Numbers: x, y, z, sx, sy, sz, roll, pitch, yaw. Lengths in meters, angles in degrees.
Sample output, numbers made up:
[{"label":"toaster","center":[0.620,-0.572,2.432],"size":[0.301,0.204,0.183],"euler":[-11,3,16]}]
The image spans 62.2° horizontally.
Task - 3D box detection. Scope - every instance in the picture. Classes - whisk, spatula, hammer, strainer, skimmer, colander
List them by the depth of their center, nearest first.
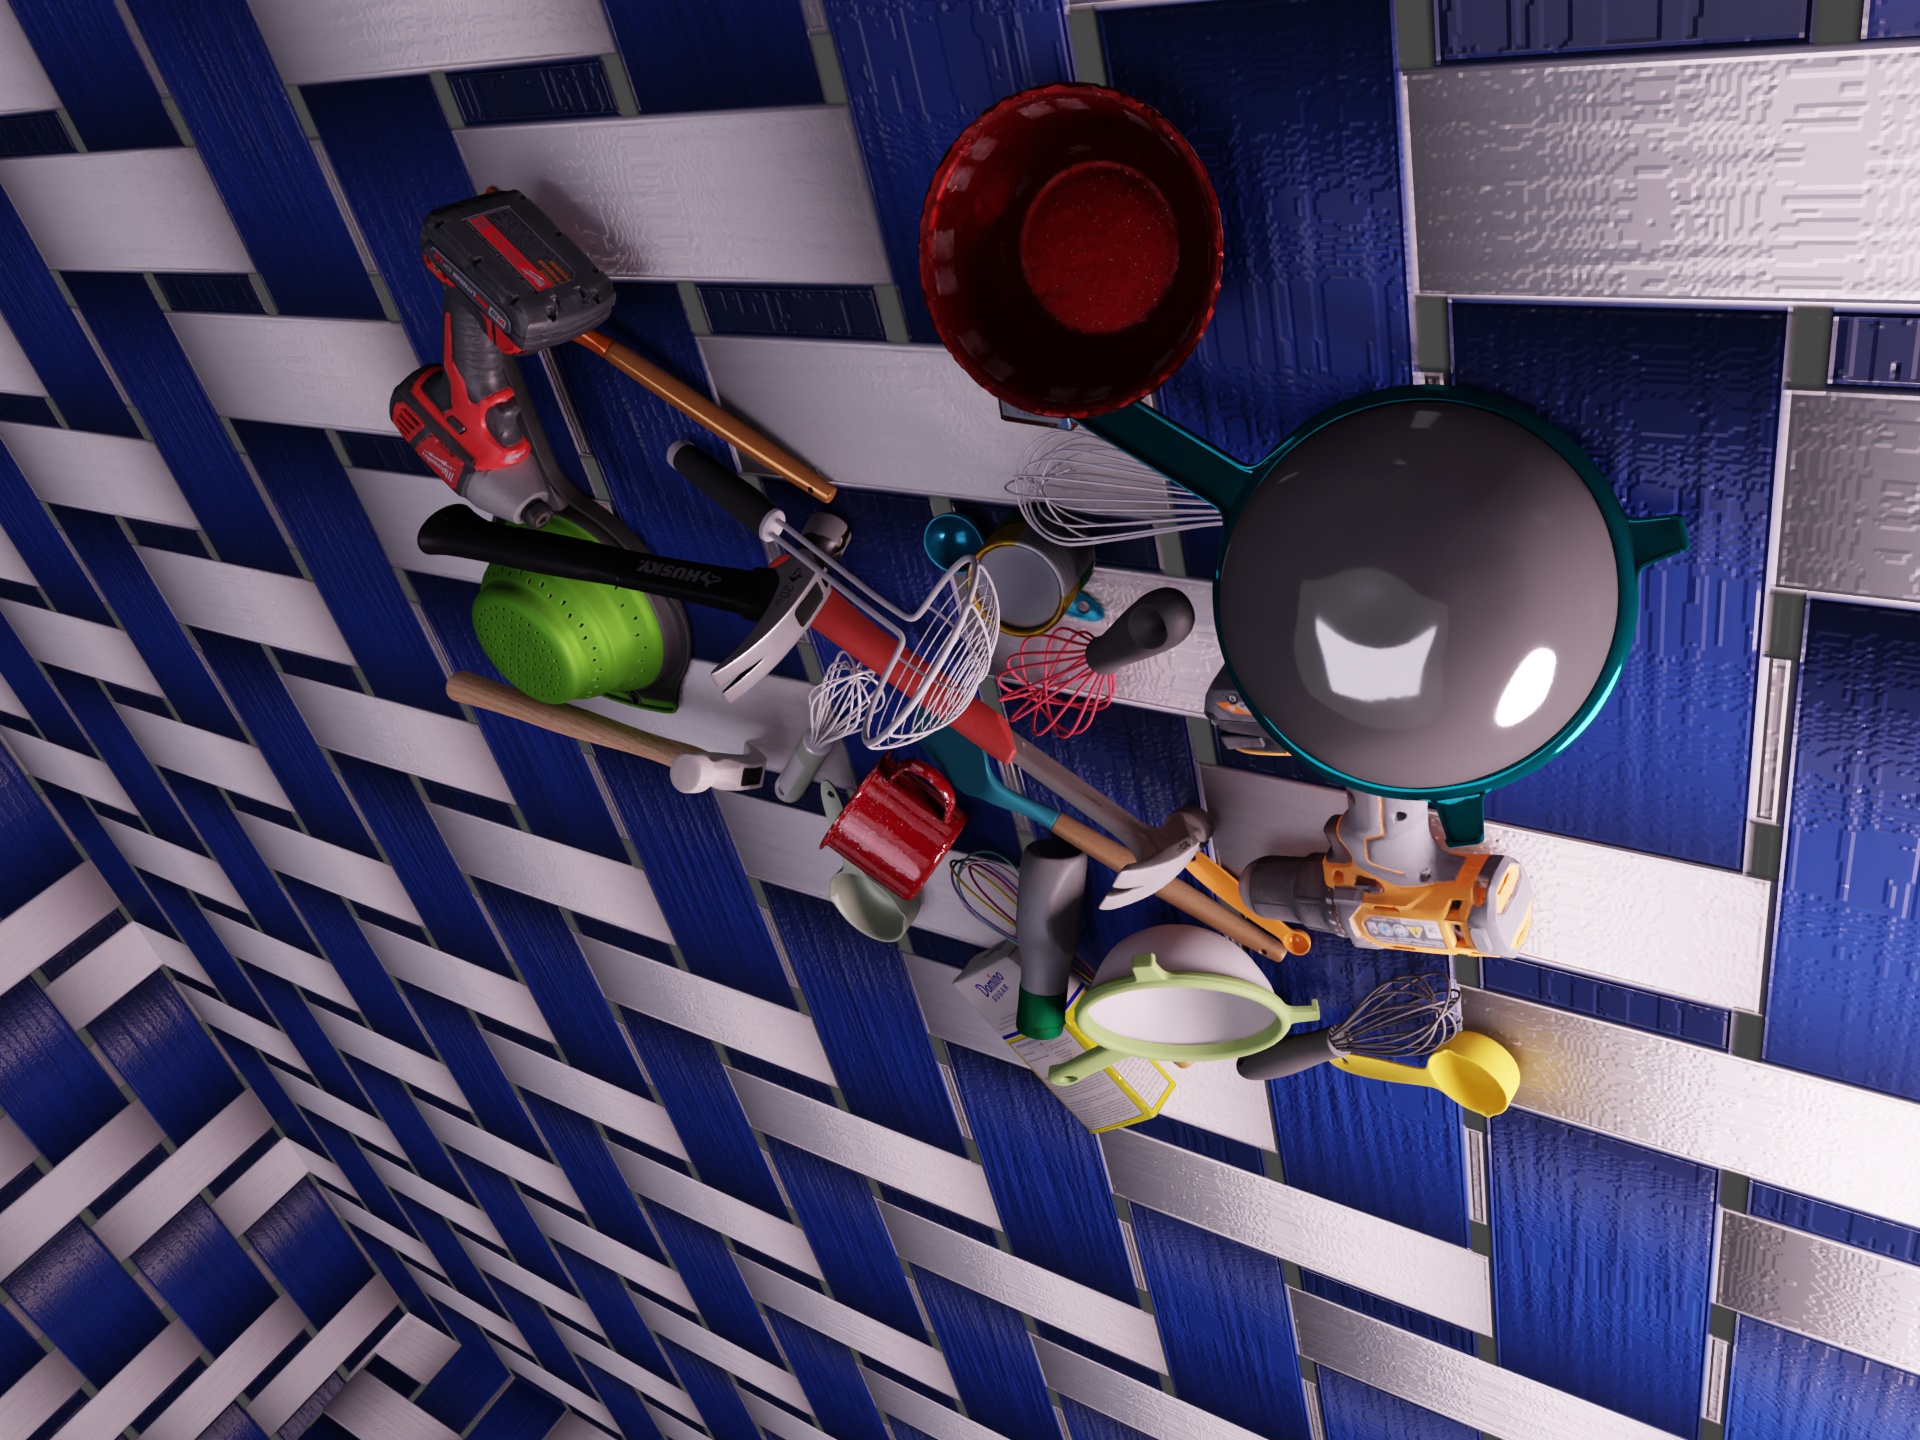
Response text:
[{"label":"strainer","center":[0.162,-0.093,0.790],"size":[0.340,0.095,0.211],"euler":[35,112,17]},{"label":"whisk","center":[0.154,-0.120,0.874],"size":[0.285,0.070,0.070],"euler":[10,132,28]},{"label":"whisk","center":[0.079,-0.035,0.939],"size":[0.073,0.073,0.296],"euler":[45,166,-3]},{"label":"skimmer","center":[-0.104,-0.106,1.009],"size":[0.364,0.090,0.127],"euler":[39,102,36]},{"label":"hammer","center":[-0.002,-0.003,1.067],"size":[0.359,0.149,0.036],"euler":[36,116,20]},{"label":"spatula","center":[-0.216,-0.248,1.100],"size":[0.322,0.041,0.081],"euler":[34,140,4]},{"label":"whisk","center":[0.263,0.219,1.106],"size":[0.055,0.055,0.239],"euler":[45,147,-3]},{"label":"hammer","center":[-0.251,-0.106,1.130],"size":[0.335,0.146,0.035],"euler":[12,151,23]},{"label":"spatula","center":[0.095,0.077,1.134],"size":[0.317,0.044,0.082],"euler":[31,139,7]},{"label":"strainer","center":[0.134,0.208,1.171],"size":[0.151,0.069,0.256],"euler":[18,148,-20]},{"label":"whisk","center":[-0.108,0.013,1.220],"size":[0.058,0.059,0.246],"euler":[66,154,15]},{"label":"whisk","center":[0.088,0.185,1.234],"size":[0.245,0.051,0.047],"euler":[40,165,-3]},{"label":"colander","center":[-0.343,-0.146,1.246],"size":[0.205,0.094,0.396],"euler":[12,133,33]},{"label":"hammer","center":[-0.302,0.007,1.330],"size":[0.331,0.130,0.031],"euler":[15,96,29]}]

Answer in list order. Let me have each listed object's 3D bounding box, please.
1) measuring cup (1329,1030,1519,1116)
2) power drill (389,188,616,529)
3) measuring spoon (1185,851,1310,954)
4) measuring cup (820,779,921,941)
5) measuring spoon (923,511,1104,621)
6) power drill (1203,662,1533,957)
[{"label":"measuring cup","center":[0.316,0.234,1.095],"size":[0.062,0.029,0.156],"euler":[55,152,-16]},{"label":"power drill","center":[-0.317,-0.236,1.089],"size":[0.143,0.078,0.219],"euler":[45,138,9]},{"label":"measuring spoon","center":[0.195,0.120,1.099],"size":[0.117,0.011,0.021],"euler":[39,132,10]},{"label":"measuring cup","center":[-0.079,0.108,1.303],"size":[0.083,0.038,0.167],"euler":[10,130,35]},{"label":"measuring spoon","center":[0.037,-0.099,1.027],"size":[0.128,0.021,0.042],"euler":[27,128,6]},{"label":"power drill","center":[0.223,0.048,0.952],"size":[0.185,0.084,0.226],"euler":[0,130,43]}]
